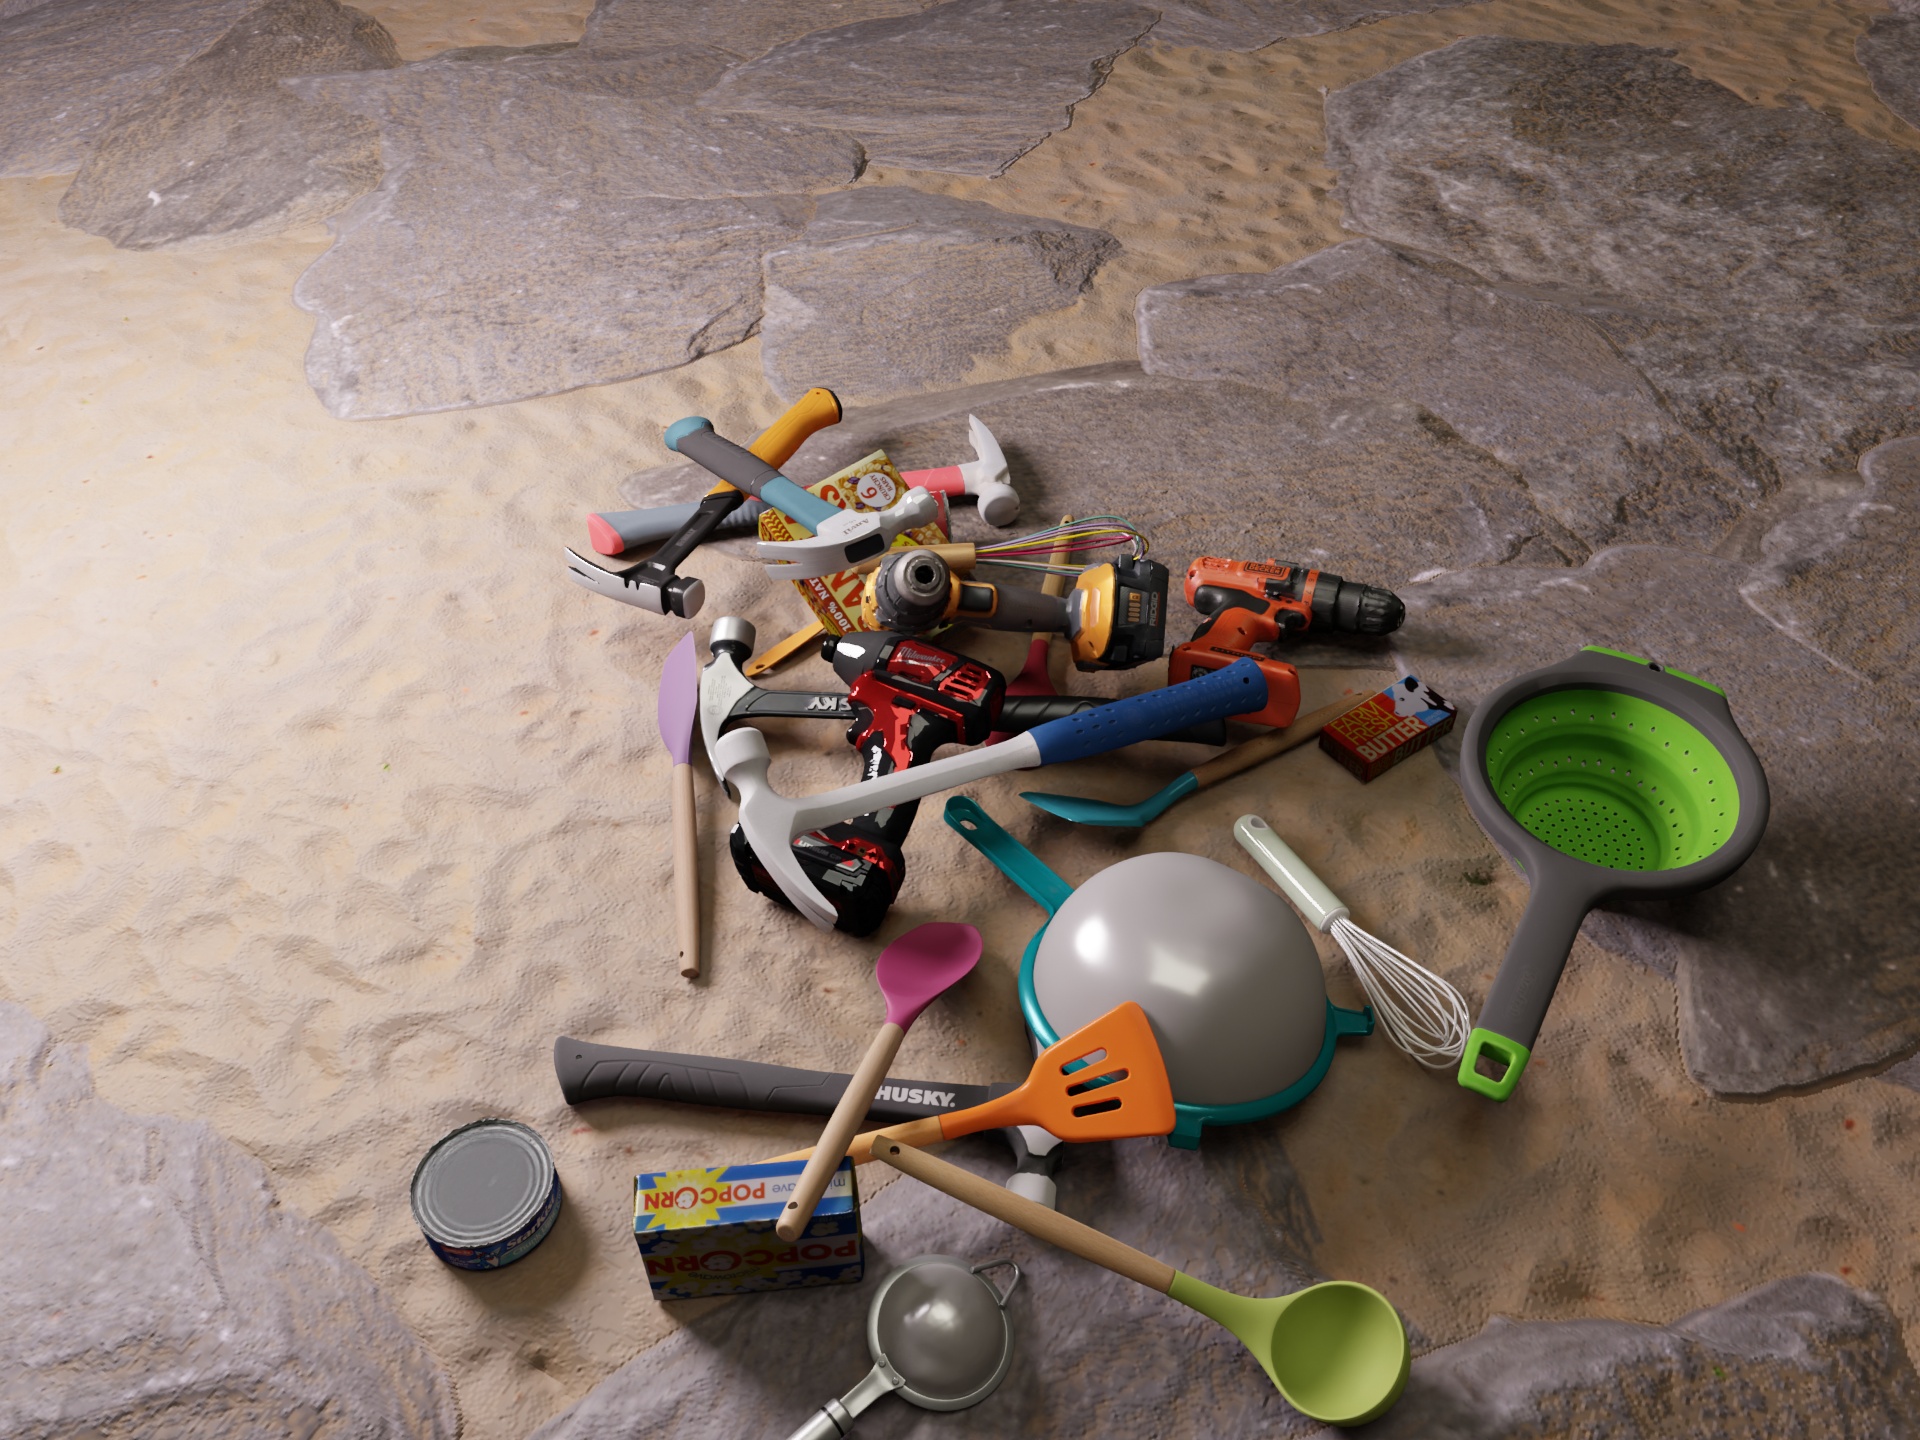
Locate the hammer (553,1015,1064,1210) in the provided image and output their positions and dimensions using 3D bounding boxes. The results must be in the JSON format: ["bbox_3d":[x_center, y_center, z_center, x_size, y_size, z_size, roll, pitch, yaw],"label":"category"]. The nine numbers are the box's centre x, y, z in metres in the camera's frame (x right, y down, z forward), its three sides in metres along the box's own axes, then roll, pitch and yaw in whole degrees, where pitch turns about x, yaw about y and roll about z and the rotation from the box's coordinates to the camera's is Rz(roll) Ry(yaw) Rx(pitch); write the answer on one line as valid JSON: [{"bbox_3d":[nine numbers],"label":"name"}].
[{"bbox_3d":[-0.098,0.233,1.018,0.335,0.035,0.146,5,45,6],"label":"hammer"}]

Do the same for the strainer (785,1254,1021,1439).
[{"bbox_3d":[-0.060,0.377,0.870,0.258,0.050,0.087,-34,68,-25],"label":"strainer"}]

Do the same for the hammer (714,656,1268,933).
[{"bbox_3d":[0.043,0.028,1.108,0.405,0.035,0.144,-15,69,-23],"label":"hammer"}]

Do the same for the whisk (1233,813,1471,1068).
[{"bbox_3d":[0.264,0.145,1.099,0.057,0.059,0.247,-3,36,-30],"label":"whisk"}]

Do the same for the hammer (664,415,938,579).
[{"bbox_3d":[-0.157,-0.194,1.306,0.128,0.033,0.331,-32,38,-19],"label":"hammer"}]

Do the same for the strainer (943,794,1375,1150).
[{"bbox_3d":[0.107,0.119,1.063,0.211,0.095,0.341,-20,44,-36],"label":"strainer"}]

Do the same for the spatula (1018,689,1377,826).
[{"bbox_3d":[0.197,0.027,1.218,0.317,0.044,0.082,-23,22,-23],"label":"spatula"}]

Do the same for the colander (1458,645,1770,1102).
[{"bbox_3d":[0.415,0.116,1.094,0.204,0.094,0.397,22,53,21],"label":"colander"}]

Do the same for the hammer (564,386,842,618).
[{"bbox_3d":[-0.206,-0.207,1.412,0.127,0.034,0.337,18,45,18],"label":"hammer"}]

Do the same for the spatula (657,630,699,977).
[{"bbox_3d":[-0.210,0.058,1.197,0.018,0.059,0.316,23,39,-33],"label":"spatula"}]

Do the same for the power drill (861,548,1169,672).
[{"bbox_3d":[0.041,-0.090,1.206,0.226,0.185,0.084,5,86,-7],"label":"power drill"}]

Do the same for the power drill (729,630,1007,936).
[{"bbox_3d":[-0.071,0.031,1.150,0.143,0.078,0.220,22,63,13],"label":"power drill"}]

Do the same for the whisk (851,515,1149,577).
[{"bbox_3d":[0.033,-0.138,1.296,0.245,0.051,0.047,-3,1,-5],"label":"whisk"}]

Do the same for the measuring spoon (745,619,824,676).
[{"bbox_3d":[-0.134,-0.065,1.341,0.117,0.011,0.021,-36,37,-27],"label":"measuring spoon"}]

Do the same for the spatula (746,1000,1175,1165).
[{"bbox_3d":[-0.035,0.248,0.948,0.322,0.041,0.081,-14,71,-4],"label":"spatula"}]

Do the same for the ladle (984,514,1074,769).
[{"bbox_3d":[0.072,-0.079,1.341,0.069,0.031,0.316,8,43,6],"label":"ladle"}]

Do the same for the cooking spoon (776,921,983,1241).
[{"bbox_3d":[-0.049,0.206,0.974,0.069,0.017,0.319,1,23,17],"label":"cooking spoon"}]

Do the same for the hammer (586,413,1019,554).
[{"bbox_3d":[-0.149,-0.210,1.467,0.386,0.038,0.143,-9,44,-9],"label":"hammer"}]

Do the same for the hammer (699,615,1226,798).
[{"bbox_3d":[-0.002,-0.004,1.223,0.409,0.036,0.149,3,61,6],"label":"hammer"}]

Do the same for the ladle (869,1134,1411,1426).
[{"bbox_3d":[0.096,0.302,0.895,0.320,0.062,0.078,23,59,9],"label":"ladle"}]
